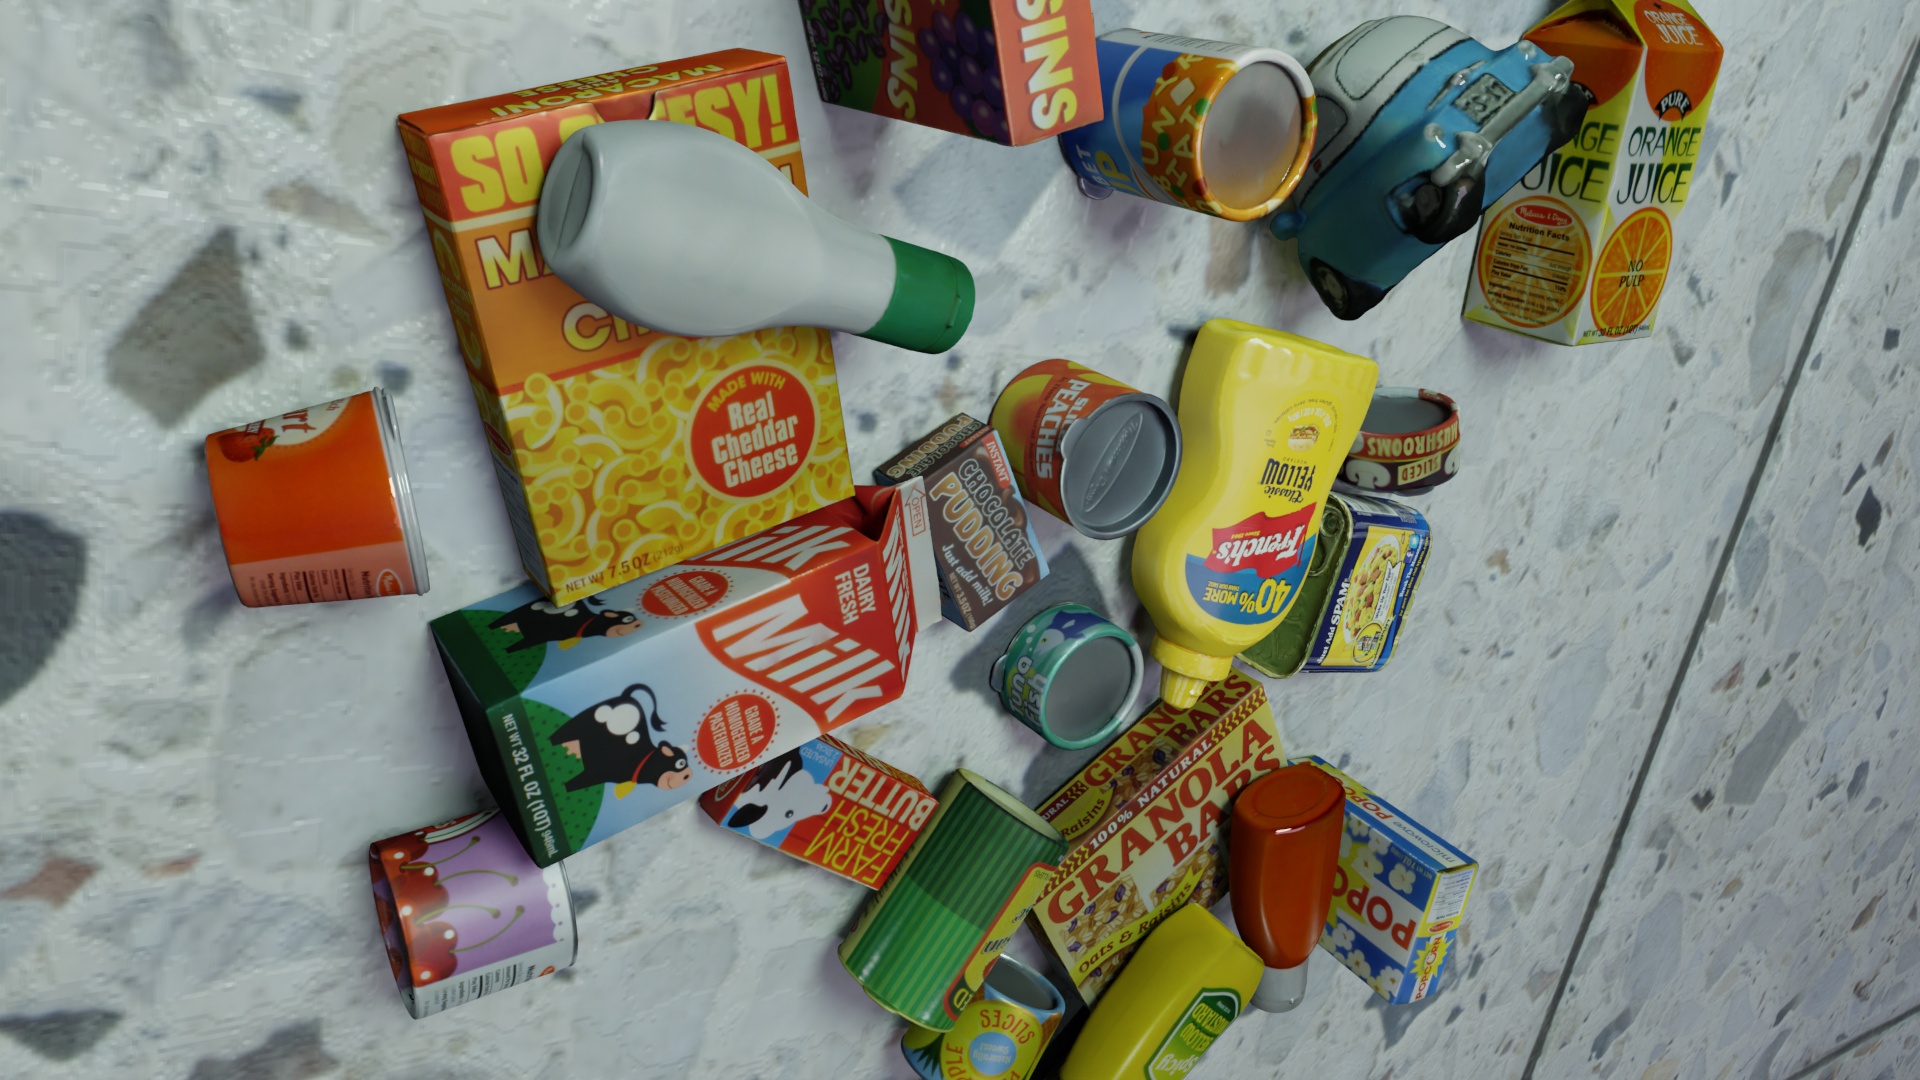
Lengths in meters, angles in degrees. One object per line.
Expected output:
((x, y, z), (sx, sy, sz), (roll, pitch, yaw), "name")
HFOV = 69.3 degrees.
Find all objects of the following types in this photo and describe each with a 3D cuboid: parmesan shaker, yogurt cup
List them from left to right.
((-0.200, -0.011, 0.434), (0.054, 0.072, 0.072), (-12, 118, -22), "yogurt cup")
((-0.003, 0.168, 0.654), (0.071, 0.071, 0.103), (34, 89, -41), "parmesan shaker")

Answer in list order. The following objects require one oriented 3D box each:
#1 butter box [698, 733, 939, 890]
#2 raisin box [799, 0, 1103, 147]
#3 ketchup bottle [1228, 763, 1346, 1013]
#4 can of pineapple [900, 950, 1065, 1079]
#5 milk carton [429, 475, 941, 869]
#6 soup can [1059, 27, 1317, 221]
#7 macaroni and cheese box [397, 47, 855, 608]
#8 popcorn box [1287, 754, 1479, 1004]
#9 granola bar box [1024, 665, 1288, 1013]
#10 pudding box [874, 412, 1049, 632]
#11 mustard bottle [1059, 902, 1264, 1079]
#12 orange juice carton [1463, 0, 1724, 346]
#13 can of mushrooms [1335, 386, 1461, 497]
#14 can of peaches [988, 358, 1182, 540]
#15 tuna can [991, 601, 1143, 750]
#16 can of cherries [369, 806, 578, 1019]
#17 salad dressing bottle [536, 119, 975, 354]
((-0.061, 0.116, 0.618), (0.103, 0.024, 0.053), (35, 89, -40), "butter box")
((-0.009, -0.182, 0.454), (0.040, 0.123, 0.085), (-25, 123, -24), "raisin box")
((0.177, 0.196, 0.764), (0.065, 0.043, 0.148), (-21, 124, -27), "ketchup bottle")
((0.012, 0.245, 0.701), (0.071, 0.071, 0.058), (24, 95, -40), "can of pineapple")
((-0.090, 0.037, 0.529), (0.191, 0.073, 0.072), (-23, 123, -27), "milk carton")
((0.090, -0.165, 0.559), (0.071, 0.084, 0.071), (-16, 120, -30), "soup can")
((-0.108, -0.075, 0.486), (0.124, 0.040, 0.165), (-23, 123, -27), "macaroni and cheese box")
((0.224, 0.190, 0.793), (0.038, 0.127, 0.085), (-1, 111, -33), "popcorn box")
((0.104, 0.159, 0.748), (0.166, 0.039, 0.123), (-38, 130, -16), "granola bar box")
((0.002, -0.008, 0.603), (0.050, 0.030, 0.083), (-36, 127, -19), "pudding box")
((0.093, 0.269, 0.735), (0.160, 0.049, 0.065), (-51, 131, -4), "mustard bottle")
((0.332, -0.204, 0.726), (0.072, 0.073, 0.191), (-10, 115, -32), "orange juice carton")
((0.225, -0.052, 0.719), (0.071, 0.071, 0.033), (-23, 121, -26), "can of mushrooms")
((0.052, -0.042, 0.606), (0.071, 0.058, 0.071), (-15, 119, -29), "can of peaches")
((0.053, 0.066, 0.672), (0.071, 0.033, 0.070), (-16, 119, -30), "tuna can")
((-0.181, 0.132, 0.514), (0.058, 0.071, 0.071), (-13, 118, -30), "can of cherries")
((-0.061, -0.092, 0.457), (0.148, 0.044, 0.064), (9, 103, -41), "salad dressing bottle")
